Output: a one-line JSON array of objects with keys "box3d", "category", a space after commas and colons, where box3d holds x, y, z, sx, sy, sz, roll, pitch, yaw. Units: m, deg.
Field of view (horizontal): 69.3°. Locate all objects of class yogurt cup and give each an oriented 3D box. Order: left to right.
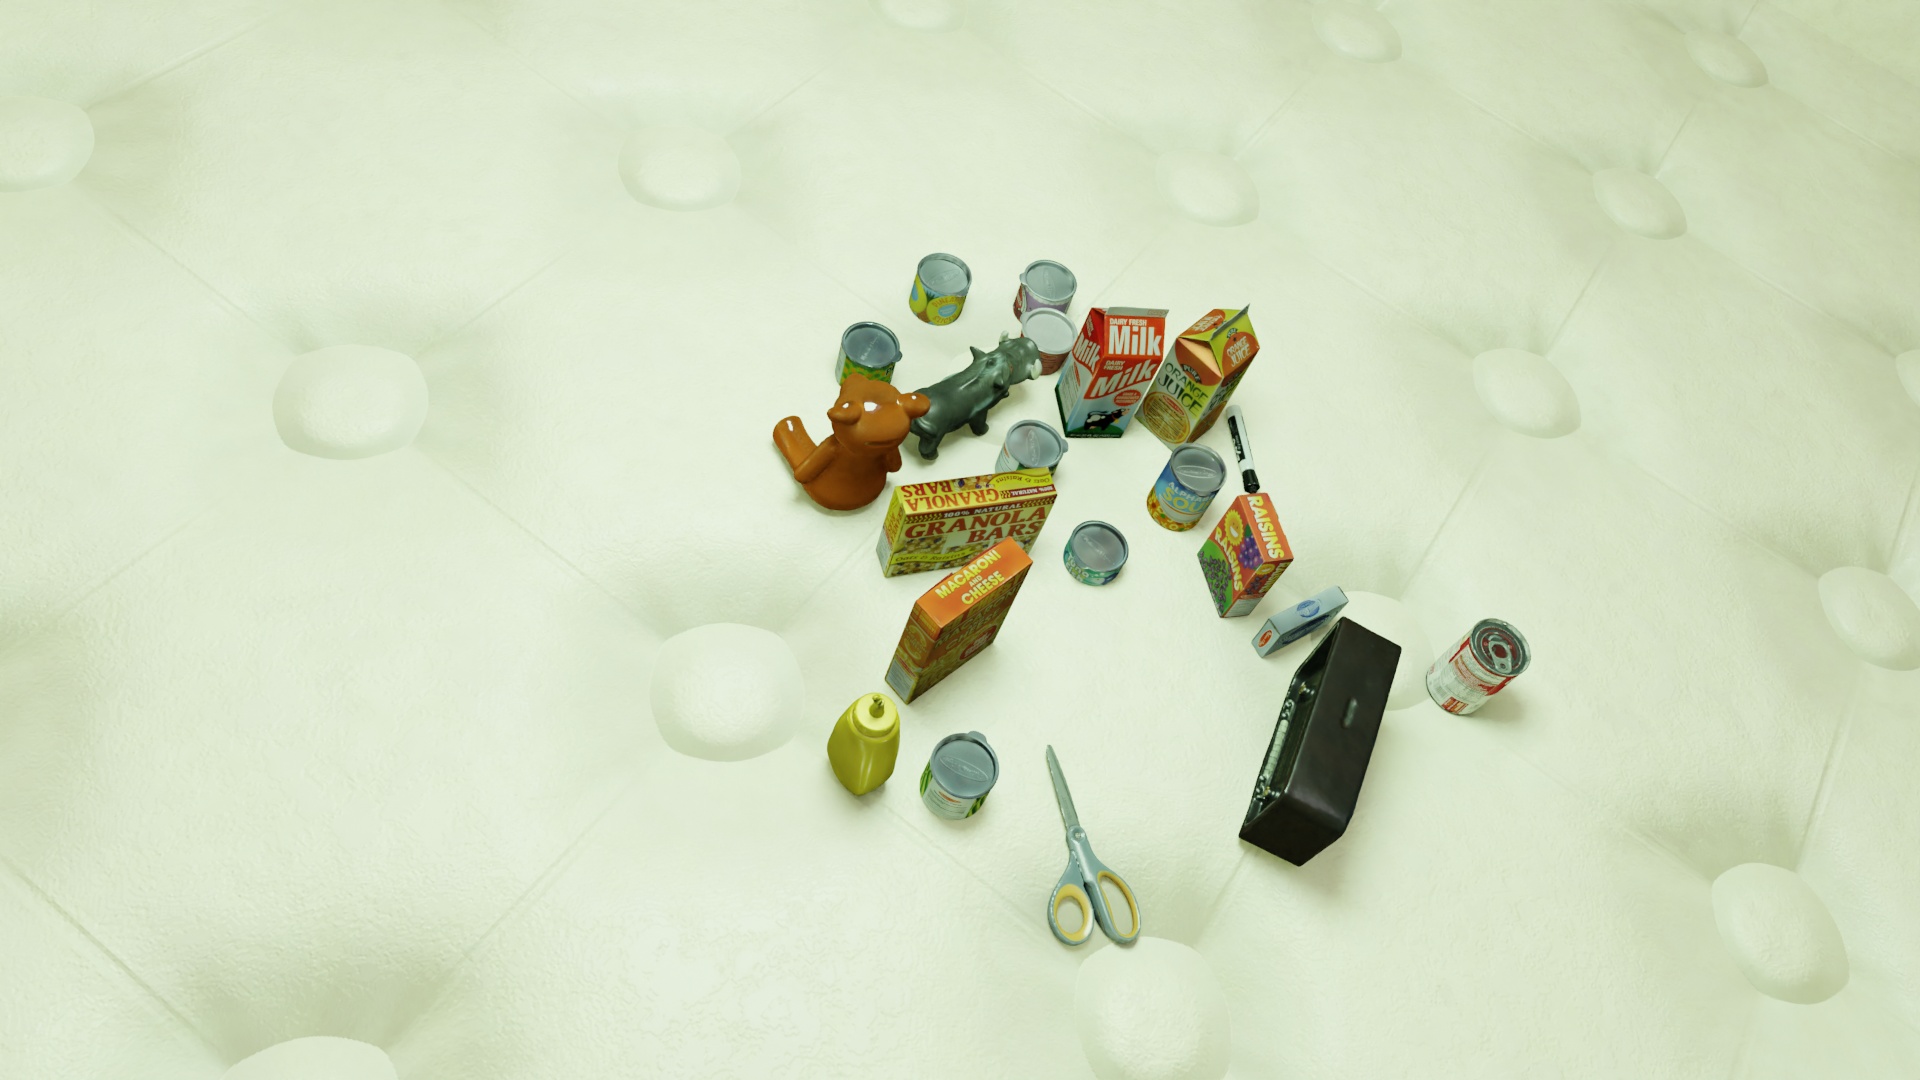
[{"box3d": [0.099, -0.232, 1.638, 0.072, 0.053, 0.073, 7, 57, -10], "category": "yogurt cup"}]

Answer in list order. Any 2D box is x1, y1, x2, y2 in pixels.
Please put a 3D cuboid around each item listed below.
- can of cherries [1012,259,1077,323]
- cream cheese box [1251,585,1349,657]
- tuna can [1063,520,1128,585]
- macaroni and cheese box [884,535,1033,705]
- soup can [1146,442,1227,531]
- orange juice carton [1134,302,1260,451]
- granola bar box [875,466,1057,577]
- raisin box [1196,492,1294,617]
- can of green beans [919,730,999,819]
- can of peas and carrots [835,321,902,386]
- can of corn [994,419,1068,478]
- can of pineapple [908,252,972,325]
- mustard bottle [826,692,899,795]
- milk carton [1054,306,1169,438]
[{"box3d": [0.099, -0.296, 1.677, 0.071, 0.058, 0.072, 7, 57, -10], "category": "can of cherries"}, {"box3d": [0.366, 0.087, 1.501, 0.104, 0.053, 0.024, -22, 66, -26], "category": "cream cheese box"}, {"box3d": [0.144, 0.015, 1.503, 0.071, 0.032, 0.071, 7, 57, -10], "category": "tuna can"}, {"box3d": [-0.004, 0.079, 1.343, 0.124, 0.165, 0.040, -34, 72, -30], "category": "macaroni and cheese box"}, {"box3d": [0.251, -0.056, 1.546, 0.071, 0.083, 0.072, 7, 57, -10], "category": "soup can"}, {"box3d": [0.272, -0.190, 1.572, 0.073, 0.191, 0.072, 44, 58, 15], "category": "orange juice carton"}, {"box3d": [0.005, -0.018, 1.433, 0.166, 0.123, 0.039, -8, 61, -19], "category": "granola bar box"}, {"box3d": [0.304, 0.017, 1.488, 0.040, 0.122, 0.086, -4, 59, -17], "category": "raisin box"}, {"box3d": [-0.002, 0.224, 1.316, 0.071, 0.057, 0.071, 7, 57, -10], "category": "can of green beans"}, {"box3d": [-0.103, -0.202, 1.564, 0.071, 0.058, 0.071, 7, 57, -10], "category": "can of peas and carrots"}, {"box3d": [0.078, -0.091, 1.539, 0.071, 0.058, 0.071, 7, 57, -10], "category": "can of corn"}, {"box3d": [-0.024, -0.296, 1.646, 0.071, 0.057, 0.071, 7, 57, -10], "category": "can of pineapple"}, {"box3d": [-0.083, 0.177, 1.263, 0.049, 0.159, 0.065, -29, 69, -28], "category": "mustard bottle"}, {"box3d": [0.169, -0.198, 1.552, 0.072, 0.189, 0.074, -1, 58, -15], "category": "milk carton"}]
